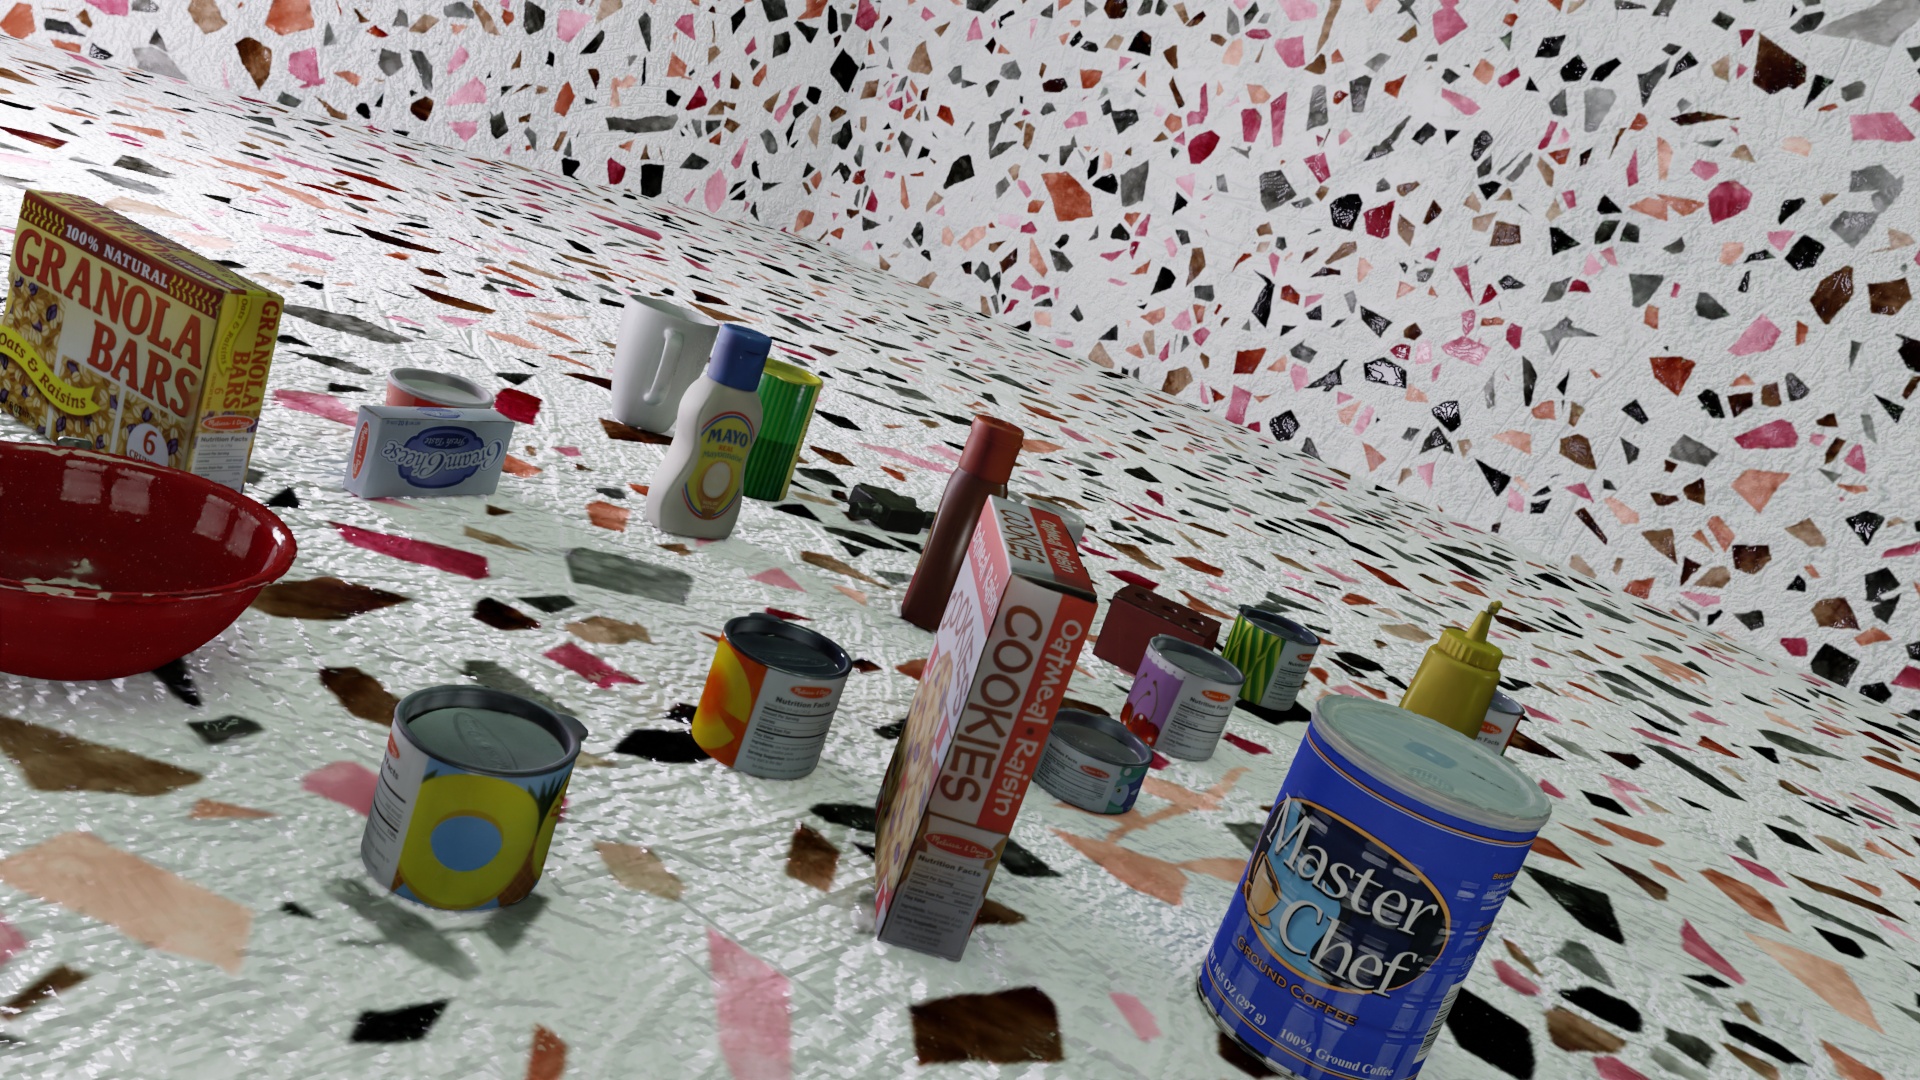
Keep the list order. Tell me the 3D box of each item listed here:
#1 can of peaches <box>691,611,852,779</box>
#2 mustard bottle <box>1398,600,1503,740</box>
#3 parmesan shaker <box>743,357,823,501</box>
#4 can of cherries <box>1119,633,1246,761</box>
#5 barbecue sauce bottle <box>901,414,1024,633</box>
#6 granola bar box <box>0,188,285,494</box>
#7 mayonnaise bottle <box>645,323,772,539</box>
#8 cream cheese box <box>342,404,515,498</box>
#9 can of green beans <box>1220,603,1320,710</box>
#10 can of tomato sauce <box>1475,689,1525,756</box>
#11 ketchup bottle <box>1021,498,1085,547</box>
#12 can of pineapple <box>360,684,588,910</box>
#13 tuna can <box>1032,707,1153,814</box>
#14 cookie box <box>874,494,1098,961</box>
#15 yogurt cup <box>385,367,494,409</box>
[{"bbox_3d":[-0.094,0.076,0.687,0.071,0.058,0.071,19,14,-5],"label":"can of peaches"},{"bbox_3d":[0.313,0.109,0.902,0.049,0.159,0.065,29,16,32],"label":"mustard bottle"},{"bbox_3d":[-0.158,-0.090,1.123,0.071,0.102,0.071,19,14,-5],"label":"parmesan shaker"},{"bbox_3d":[0.143,0.102,0.907,0.071,0.058,0.072,19,14,-5],"label":"can of cherries"},{"bbox_3d":[0.003,-0.012,0.959,0.044,0.148,0.065,22,14,9],"label":"barbecue sauce bottle"},{"bbox_3d":[-0.445,-0.102,0.743,0.166,0.124,0.039,25,15,20],"label":"granola bar box"},{"bbox_3d":[-0.169,-0.075,0.963,0.065,0.147,0.041,8,18,-40],"label":"mayonnaise bottle"},{"bbox_3d":[-0.330,-0.055,0.866,0.024,0.053,0.104,27,16,25],"label":"cream cheese box"},{"bbox_3d":[0.235,0.091,1.071,0.071,0.057,0.071,19,14,-5],"label":"can of green beans"},{"bbox_3d":[0.348,0.142,0.981,0.071,0.083,0.071,19,14,-5],"label":"can of tomato sauce"},{"bbox_3d":[0.025,0.052,0.752,0.065,0.148,0.043,29,16,31],"label":"ketchup bottle"},{"bbox_3d":[-0.178,0.094,0.511,0.071,0.057,0.071,19,14,-5],"label":"can of pineapple"},{"bbox_3d":[0.073,0.124,0.785,0.071,0.032,0.071,19,14,-5],"label":"tuna can"},{"bbox_3d":[0.007,0.075,0.605,0.040,0.167,0.123,18,14,-8],"label":"cookie box"},{"bbox_3d":[-0.351,-0.079,0.925,0.072,0.053,0.072,19,14,-5],"label":"yogurt cup"}]
